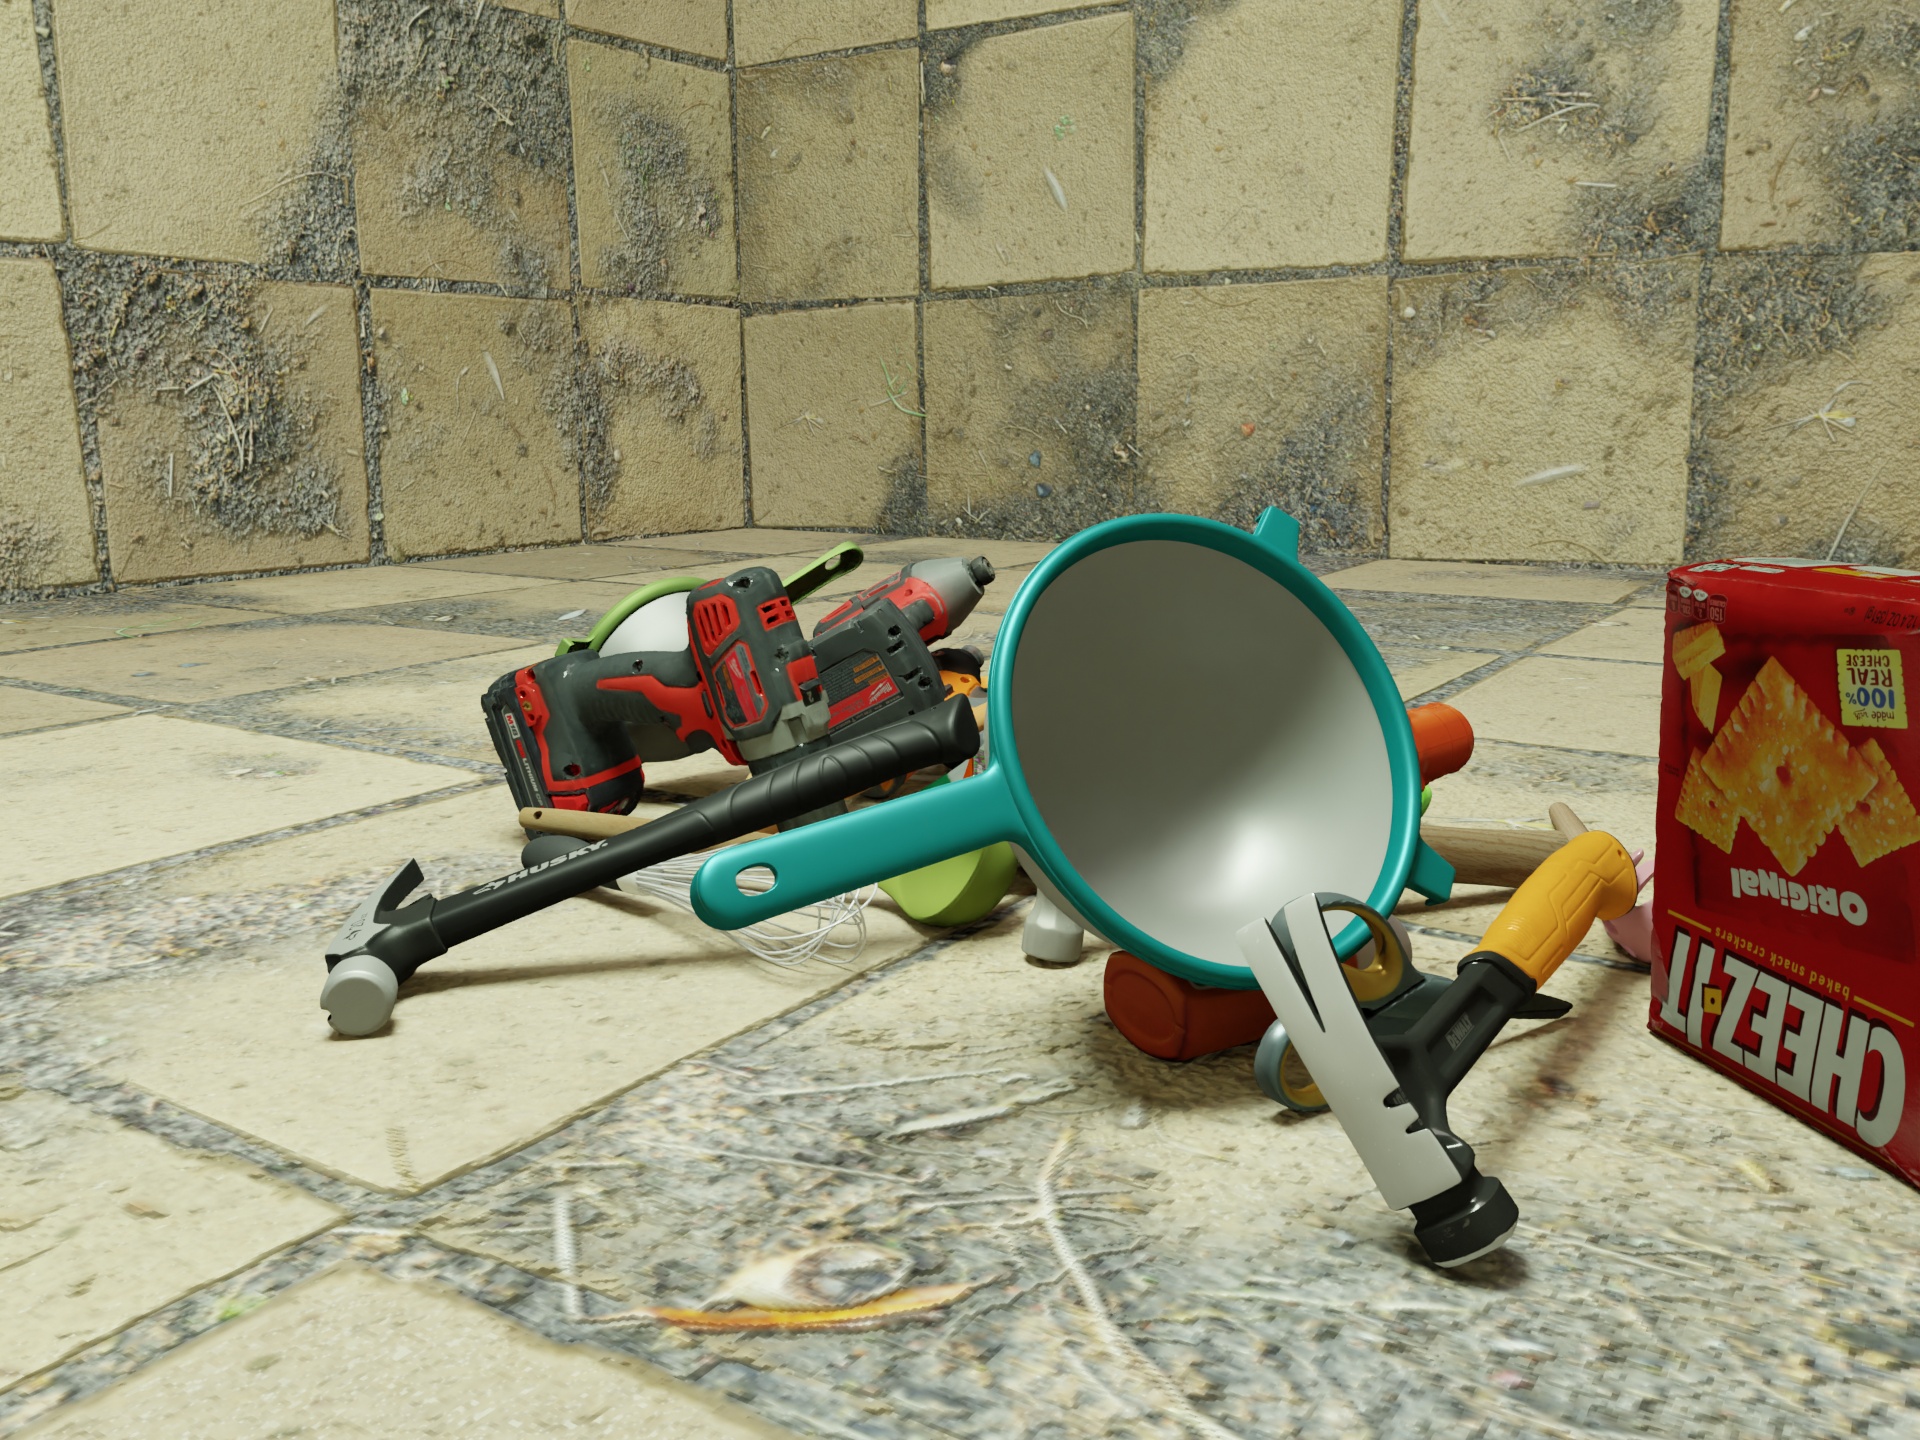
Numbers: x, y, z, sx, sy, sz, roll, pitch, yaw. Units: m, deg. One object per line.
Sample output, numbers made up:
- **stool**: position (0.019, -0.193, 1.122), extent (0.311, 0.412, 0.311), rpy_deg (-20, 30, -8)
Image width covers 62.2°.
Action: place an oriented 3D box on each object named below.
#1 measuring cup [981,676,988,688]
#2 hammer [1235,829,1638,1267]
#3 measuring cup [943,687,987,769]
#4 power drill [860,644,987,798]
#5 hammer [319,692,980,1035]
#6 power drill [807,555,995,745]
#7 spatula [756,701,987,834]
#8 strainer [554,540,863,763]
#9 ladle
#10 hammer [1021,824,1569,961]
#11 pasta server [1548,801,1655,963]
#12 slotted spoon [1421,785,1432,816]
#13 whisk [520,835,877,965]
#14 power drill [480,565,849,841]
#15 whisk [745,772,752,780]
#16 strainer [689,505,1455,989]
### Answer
- **measuring cup**: position (-0.014, -0.002, 1.309), extent (0.173, 0.052, 0.095), rpy_deg (-4, 12, -6)
- **hammer**: position (0.222, 0.092, 0.654), extent (0.034, 0.127, 0.337), rpy_deg (-37, -11, 33)
- **measuring cup**: position (-0.029, 0.022, 1.232), extent (0.167, 0.038, 0.083), rpy_deg (-16, 32, -1)
- **power drill**: position (0.039, -0.002, 1.137), extent (0.226, 0.084, 0.164), rpy_deg (6, 35, 32)
- **hammer**: position (-0.147, 0.057, 0.798), extent (0.335, 0.035, 0.146), rpy_deg (-21, 17, -7)
- **power drill**: position (-0.052, -0.054, 1.102), extent (0.143, 0.078, 0.220), rpy_deg (-27, 12, 18)
- **spatula**: position (-0.002, -0.003, 1.039), extent (0.322, 0.041, 0.081), rpy_deg (-27, 30, -8)
- **strainer**: position (-0.158, -0.050, 1.149), extent (0.256, 0.151, 0.069), rpy_deg (-35, 51, -23)
- **ladle**: position (-0.119, 0.066, 0.907), extent (0.320, 0.078, 0.062), rpy_deg (5, -31, 20)
- **hammer**: position (0.192, 0.066, 0.859), extent (0.331, 0.130, 0.031), rpy_deg (4, 5, -21)
- **pasta server**: position (0.372, 0.081, 0.917), extent (0.040, 0.060, 0.316), rpy_deg (-35, -1, 16)
- **slotted spoon**: position (0.187, 0.080, 0.952), extent (0.313, 0.031, 0.070), rpy_deg (-14, 10, -43)
- **whisk**: position (-0.154, 0.089, 0.866), extent (0.285, 0.070, 0.070), rpy_deg (3, 10, 42)
- **power drill**: position (-0.173, 0.020, 0.986), extent (0.227, 0.188, 0.080), rpy_deg (-15, 7, 31)
- **whisk**: position (-0.141, 0.037, 1.147), extent (0.047, 0.051, 0.245), rpy_deg (34, 16, -5)
- **strainer**: position (0.037, 0.037, 0.672), extent (0.340, 0.211, 0.095), rpy_deg (-15, -13, -28)
